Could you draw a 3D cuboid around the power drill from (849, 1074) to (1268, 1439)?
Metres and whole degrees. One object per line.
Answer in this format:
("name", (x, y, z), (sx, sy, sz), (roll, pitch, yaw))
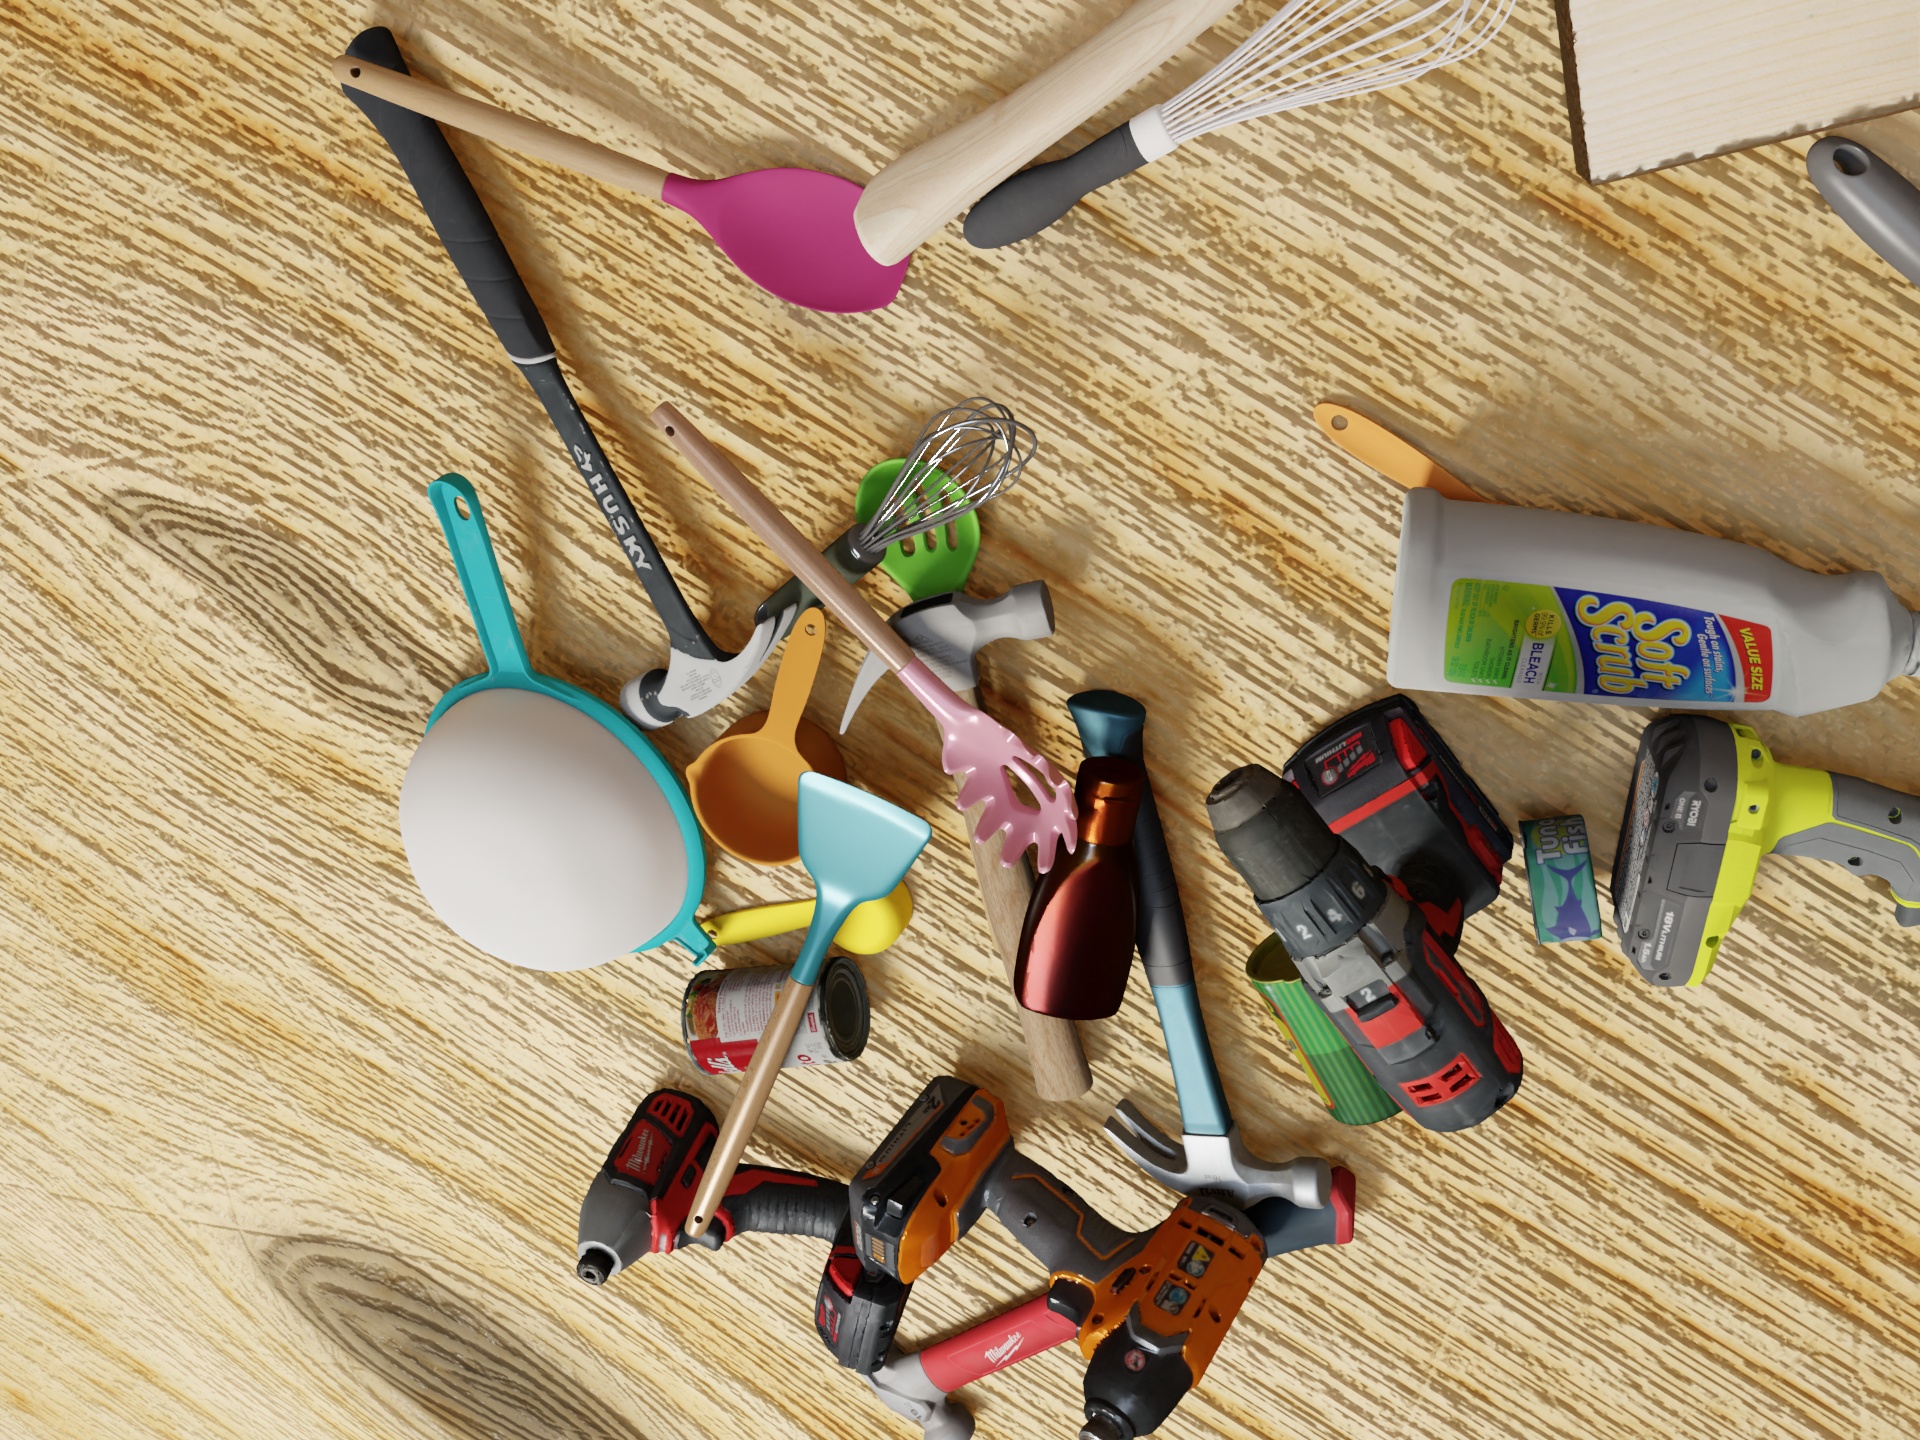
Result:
("power drill", (0.046, 0.321, 0.941), (0.227, 0.164, 0.084), (22, 134, 25))

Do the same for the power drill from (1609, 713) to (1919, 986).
("power drill", (0.452, 0.088, 0.786), (0.228, 0.080, 0.190), (7, 114, 12))

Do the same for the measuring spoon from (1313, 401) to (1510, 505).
("measuring spoon", (0.229, -0.128, 0.802), (0.117, 0.011, 0.021), (33, 129, 6))

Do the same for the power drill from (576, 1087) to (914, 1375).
("power drill", (-0.137, 0.333, 1.039), (0.219, 0.143, 0.078), (17, 125, 8))

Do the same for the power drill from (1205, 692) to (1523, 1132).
("power drill", (0.196, 0.067, 0.771), (0.080, 0.227, 0.188), (-35, 99, 27))

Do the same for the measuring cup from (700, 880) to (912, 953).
("measuring cup", (-0.106, 0.129, 1.004), (0.156, 0.029, 0.062), (-14, 107, 20))

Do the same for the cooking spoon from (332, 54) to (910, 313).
("cooking spoon", (-0.178, -0.290, 0.837), (0.319, 0.017, 0.068), (20, 106, 0))

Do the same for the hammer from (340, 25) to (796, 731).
("hammer", (-0.229, -0.189, 0.892), (0.149, 0.036, 0.409), (-19, 103, 42))

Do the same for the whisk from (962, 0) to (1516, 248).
("whisk", (0.119, -0.292, 0.744), (0.284, 0.070, 0.070), (-20, 105, 29))

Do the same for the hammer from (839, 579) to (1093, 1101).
("hammer", (0.022, 0.083, 0.923), (0.130, 0.031, 0.331), (-10, 113, 12))

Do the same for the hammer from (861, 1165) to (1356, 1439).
("hammer", (0.084, 0.367, 1.042), (0.386, 0.038, 0.143), (-35, 97, 27))

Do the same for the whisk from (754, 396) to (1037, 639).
("whisk", (-0.044, -0.098, 0.846), (0.246, 0.059, 0.058), (-32, 58, 48))

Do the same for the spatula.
("spatula", (-0.108, 0.179, 0.945), (0.082, 0.044, 0.317), (24, 103, 3))

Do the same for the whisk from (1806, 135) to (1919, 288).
("whisk", (0.457, -0.167, 0.694), (0.239, 0.055, 0.055), (45, 118, 1))

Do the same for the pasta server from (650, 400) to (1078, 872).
("pasta server", (-0.050, -0.046, 0.837), (0.316, 0.040, 0.060), (46, 122, -7))

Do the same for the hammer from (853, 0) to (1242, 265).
("hammer", (0.113, -0.321, 0.704), (0.410, 0.146, 0.038), (-29, 144, 30))

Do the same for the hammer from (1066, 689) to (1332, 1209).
("hammer", (0.121, 0.138, 0.928), (0.128, 0.033, 0.331), (-6, 108, 30))

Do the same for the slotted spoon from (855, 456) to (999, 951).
("slotted spoon", (-0.001, -0.003, 0.918), (0.070, 0.031, 0.313), (-3, 113, 20))

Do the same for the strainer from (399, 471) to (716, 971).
("strainer", (-0.278, 0.026, 0.950), (0.211, 0.095, 0.340), (5, 123, 24))

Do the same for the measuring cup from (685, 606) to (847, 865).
("measuring cup", (-0.099, 0.002, 0.935), (0.095, 0.052, 0.173), (23, 117, 6))
